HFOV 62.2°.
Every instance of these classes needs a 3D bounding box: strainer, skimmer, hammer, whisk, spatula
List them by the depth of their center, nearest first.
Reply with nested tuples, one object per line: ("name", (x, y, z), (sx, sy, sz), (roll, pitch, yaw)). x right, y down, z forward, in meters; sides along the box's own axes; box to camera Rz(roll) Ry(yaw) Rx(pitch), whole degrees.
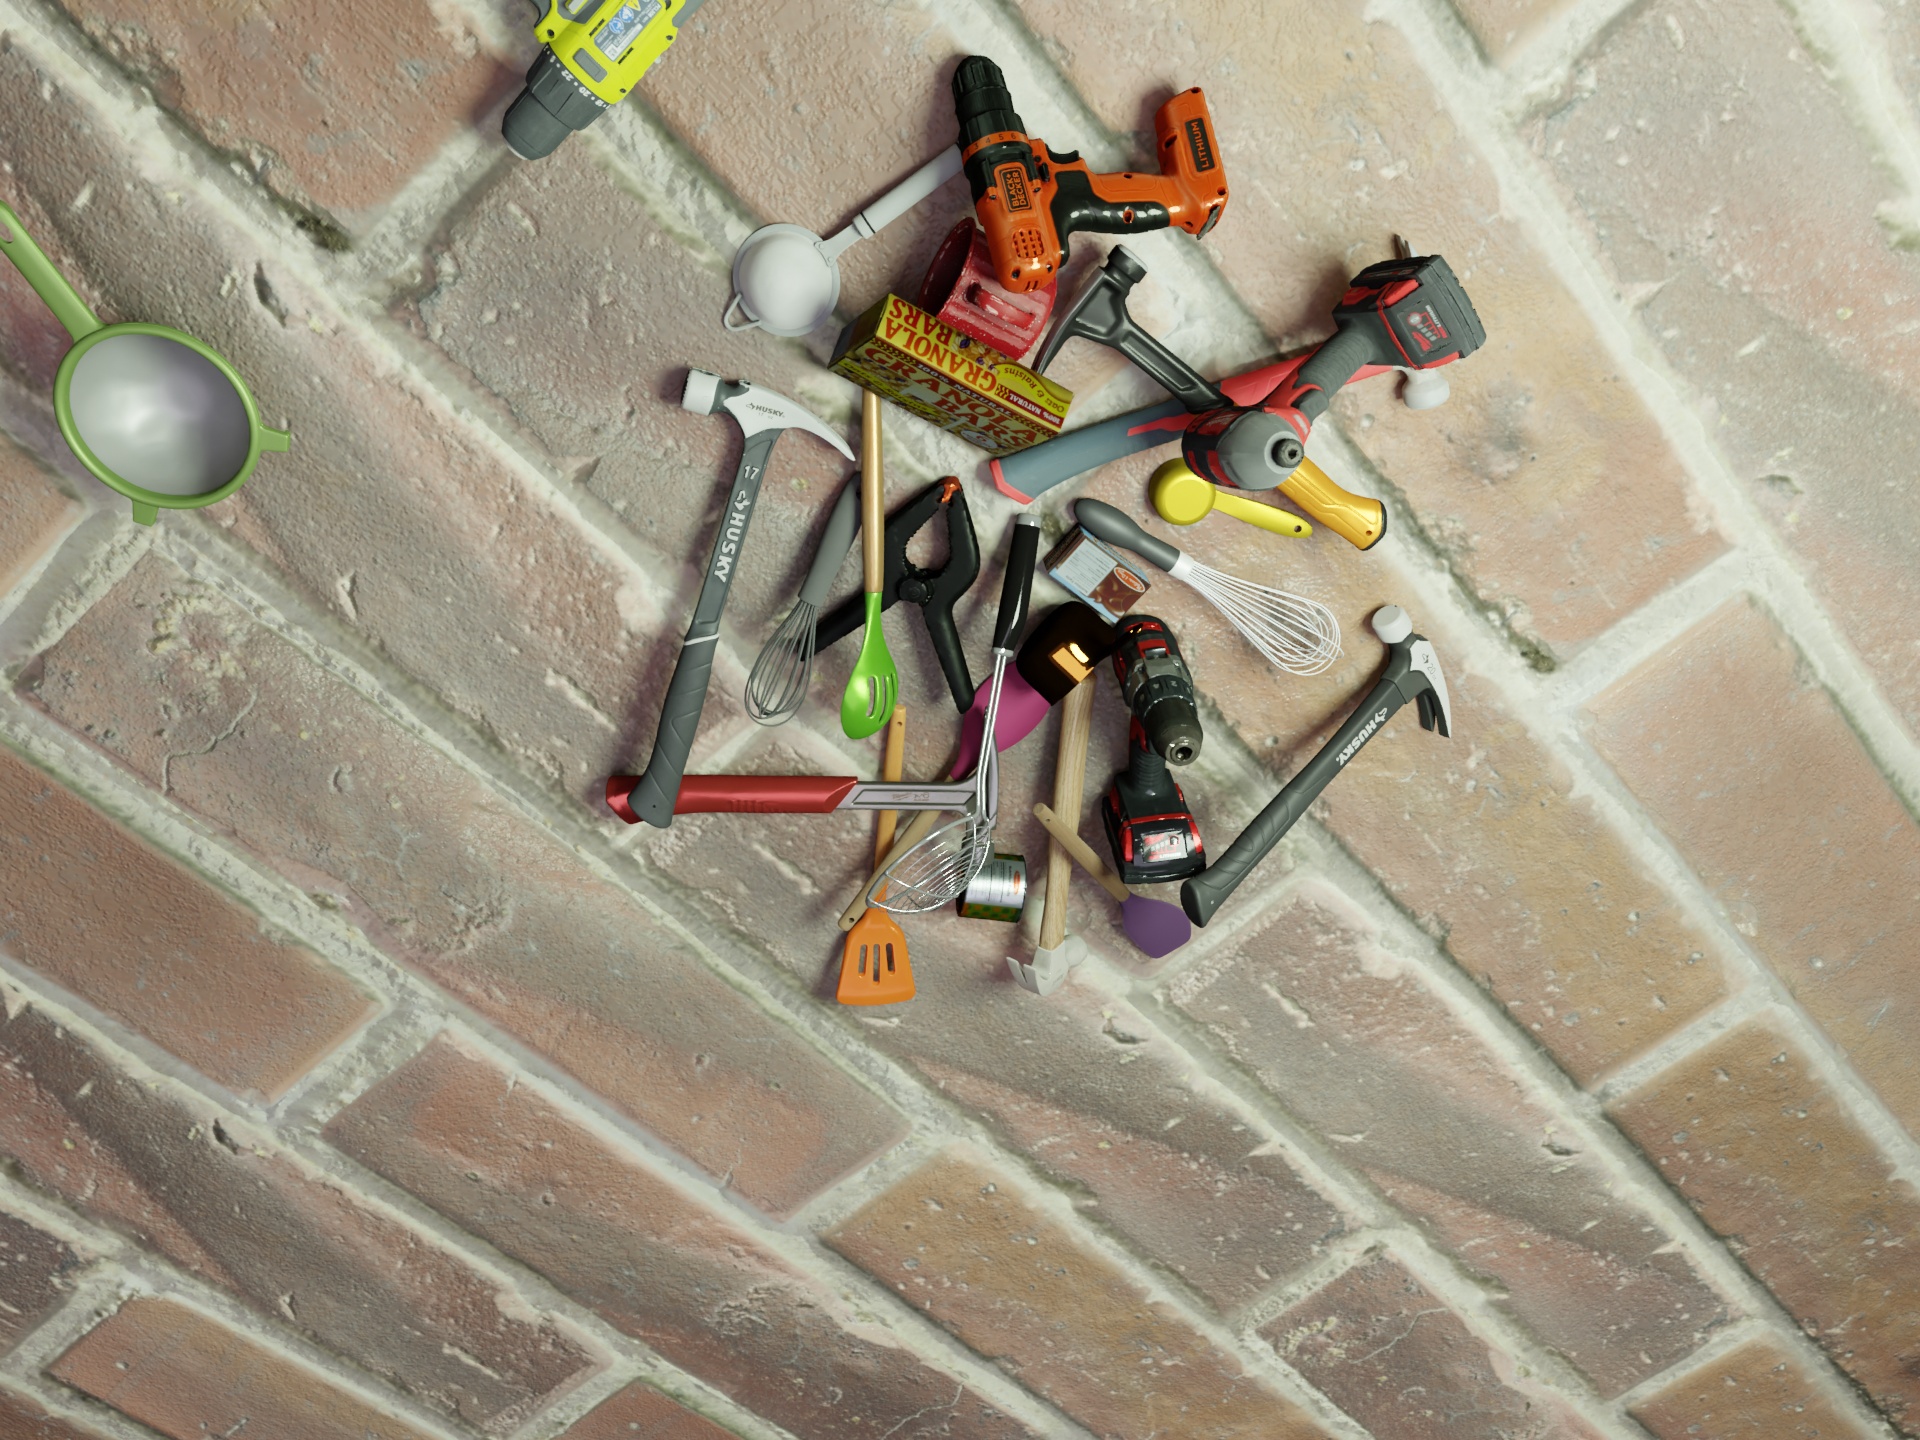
("strainer", (-0.639, -0.285, 1.214), (0.151, 0.069, 0.256), (-25, 118, 12))
("strainer", (-0.083, -0.380, 1.233), (0.258, 0.050, 0.086), (-33, 103, 9))
("hammer", (0.216, -0.237, 1.301), (0.336, 0.034, 0.127), (33, 109, -19))
("hammer", (0.206, -0.275, 1.321), (0.386, 0.038, 0.143), (-17, 119, 5))
("hammer", (-0.212, -0.088, 1.366), (0.149, 0.036, 0.408), (14, 111, -15))
("whisk", (-0.126, -0.103, 1.368), (0.055, 0.055, 0.239), (21, 103, -17))
("skimmer", (-0.002, -0.004, 1.383), (0.090, 0.127, 0.363), (11, 90, 22))
("whisk", (0.220, -0.121, 1.405), (0.284, 0.070, 0.070), (28, 114, -14))
("hammer", (0.321, 0.059, 1.446), (0.335, 0.035, 0.146), (-46, 123, -10))
("hammer", (-0.144, 0.059, 1.459), (0.359, 0.037, 0.149), (1, 107, 1))
("hammer", (0.096, 0.112, 1.506), (0.031, 0.130, 0.331), (16, 114, 26))
("spatula", (0.147, 0.155, 1.523), (0.060, 0.018, 0.315), (-33, 137, 11))
("spatula", (-0.071, 0.133, 1.526), (0.081, 0.041, 0.322), (-1, 119, -14))

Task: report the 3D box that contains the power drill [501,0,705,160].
("power drill", (-0.313, -0.526, 1.105), (0.190, 0.080, 0.228), (-41, 118, 16))

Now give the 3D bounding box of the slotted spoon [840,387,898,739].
("slotted spoon", (-0.075, -0.134, 1.340), (0.031, 0.070, 0.313), (11, 108, 36))

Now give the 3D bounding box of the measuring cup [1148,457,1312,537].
("measuring cup", (0.238, -0.182, 1.381), (0.156, 0.029, 0.062), (16, 117, -12))

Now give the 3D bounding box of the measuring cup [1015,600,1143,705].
("measuring cup", (0.102, -0.072, 1.362), (0.052, 0.173, 0.095), (41, 69, -6))

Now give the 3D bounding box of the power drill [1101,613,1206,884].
("power drill", (0.177, 0.040, 1.417), (0.080, 0.188, 0.226), (-7, 124, -3))

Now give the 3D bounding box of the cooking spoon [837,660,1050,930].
("cooking spoon", (-0.019, 0.075, 1.490), (0.068, 0.017, 0.319), (32, 103, -21))

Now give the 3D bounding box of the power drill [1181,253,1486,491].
("power drill", (0.280, -0.256, 1.211), (0.219, 0.143, 0.078), (-39, 109, -4))
